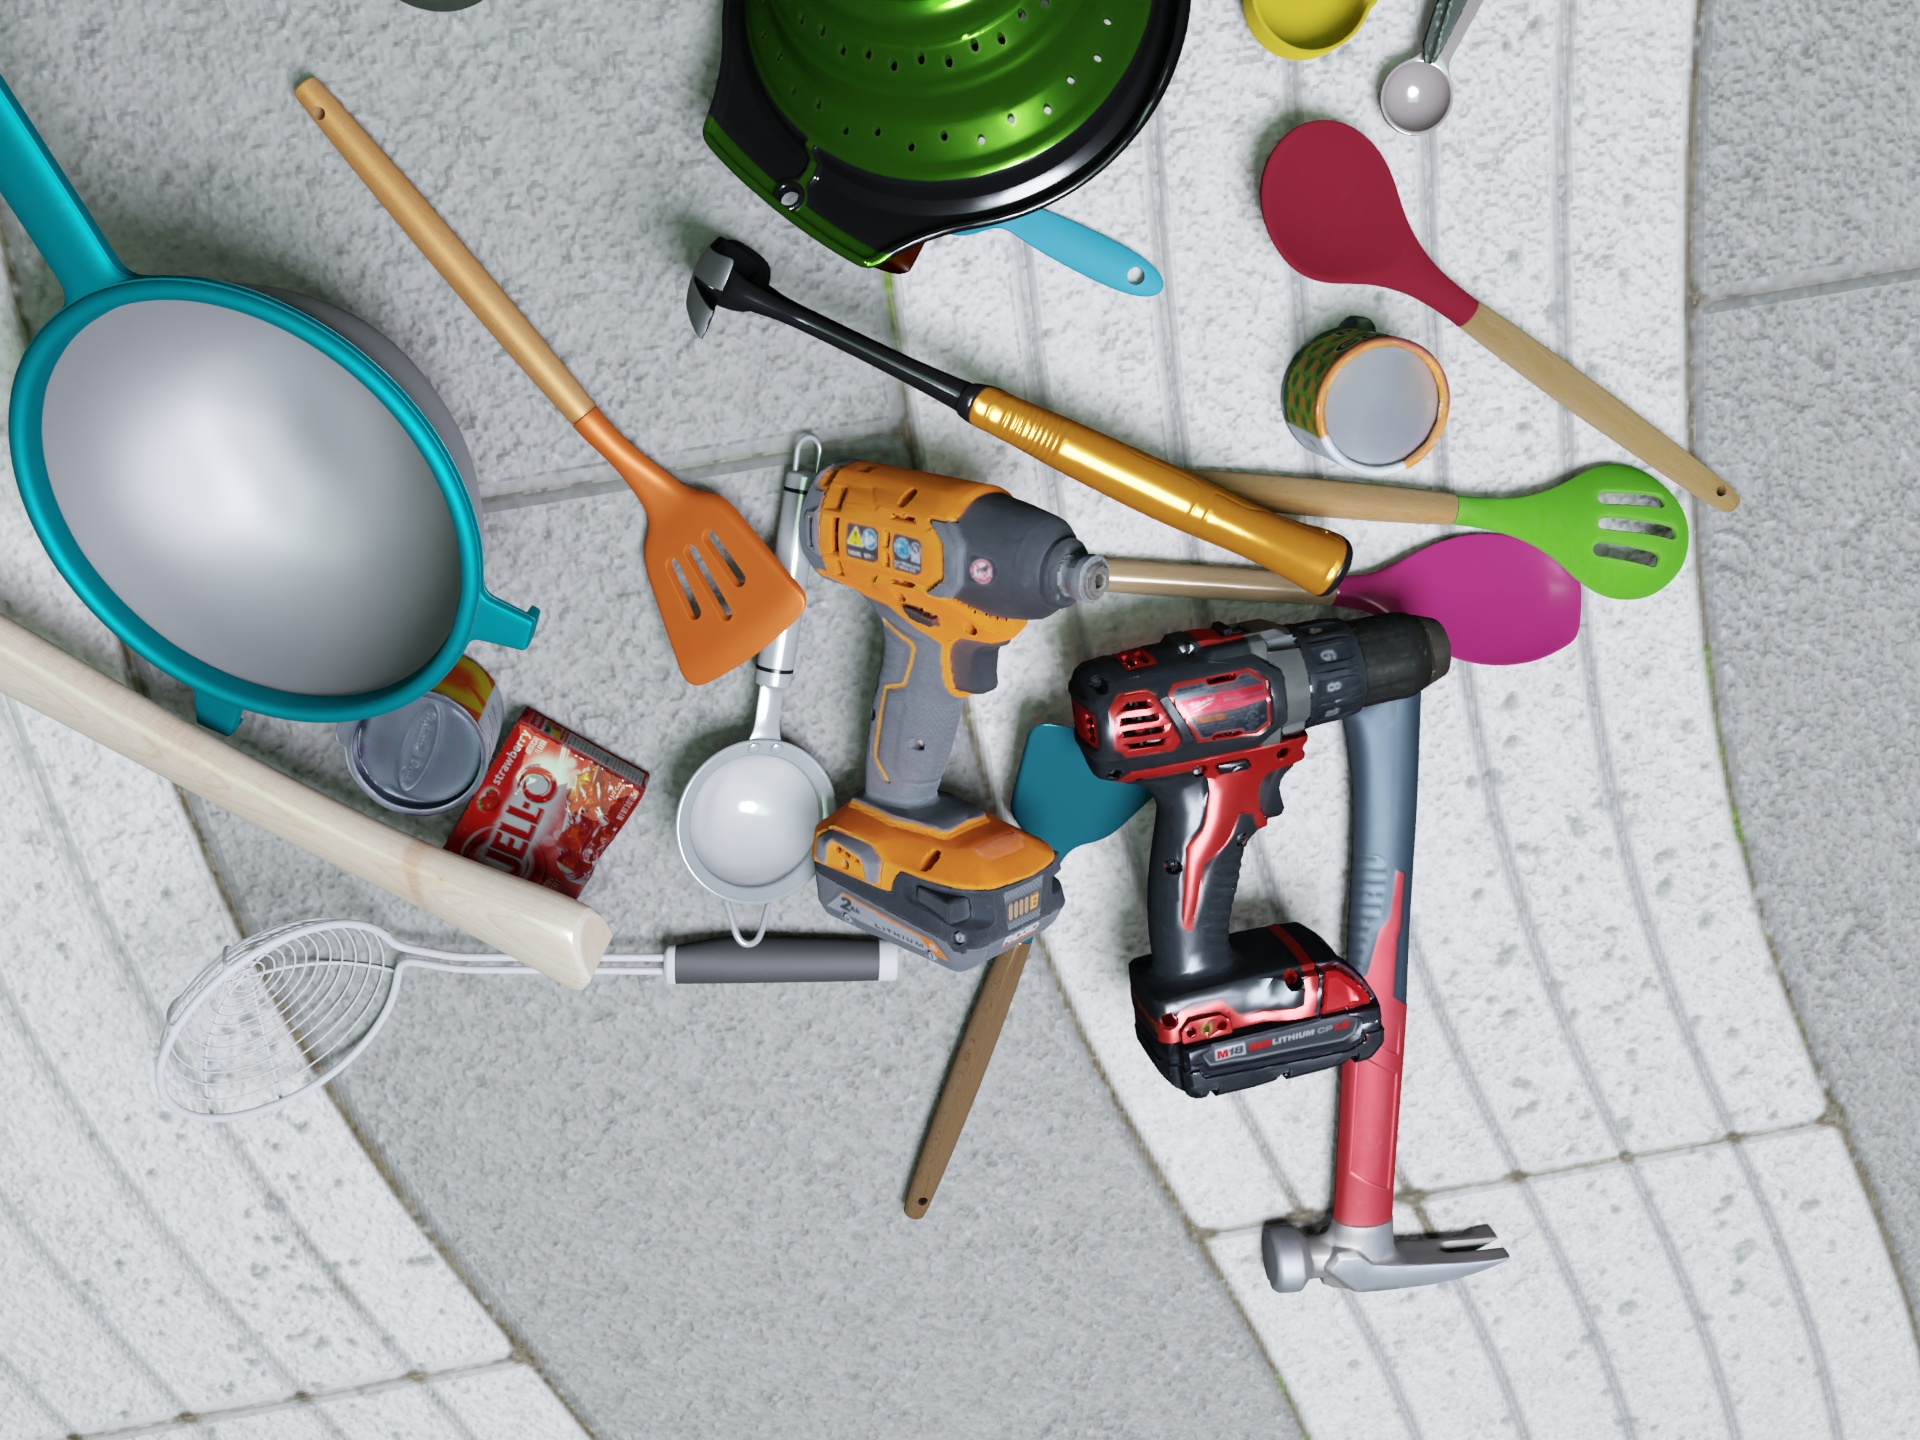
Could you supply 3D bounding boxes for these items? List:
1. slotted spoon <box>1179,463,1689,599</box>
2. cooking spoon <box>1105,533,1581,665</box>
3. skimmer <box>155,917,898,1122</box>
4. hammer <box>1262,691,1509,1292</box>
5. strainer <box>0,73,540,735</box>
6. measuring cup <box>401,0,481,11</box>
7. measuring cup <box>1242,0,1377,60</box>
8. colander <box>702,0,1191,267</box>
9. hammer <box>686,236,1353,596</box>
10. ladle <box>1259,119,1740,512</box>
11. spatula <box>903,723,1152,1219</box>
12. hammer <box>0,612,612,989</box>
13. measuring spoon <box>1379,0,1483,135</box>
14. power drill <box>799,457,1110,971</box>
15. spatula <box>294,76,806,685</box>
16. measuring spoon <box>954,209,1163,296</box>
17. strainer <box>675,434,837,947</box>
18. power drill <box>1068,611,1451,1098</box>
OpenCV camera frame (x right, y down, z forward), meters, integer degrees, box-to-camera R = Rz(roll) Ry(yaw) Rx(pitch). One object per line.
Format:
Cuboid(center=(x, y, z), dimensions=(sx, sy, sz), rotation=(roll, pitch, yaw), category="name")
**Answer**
Cuboid(center=(0.225, -0.107, 0.807), dimensions=(0.313, 0.031, 0.070), rotation=(5, 86, -4), category="slotted spoon")
Cuboid(center=(0.167, -0.069, 0.819), dimensions=(0.319, 0.017, 0.069), rotation=(3, 88, -6), category="cooking spoon")
Cuboid(center=(-0.212, 0.151, 0.821), dimensions=(0.363, 0.090, 0.127), rotation=(0, 136, -7), category="skimmer")
Cuboid(center=(0.247, 0.148, 0.889), dimensions=(0.143, 0.038, 0.386), rotation=(-4, 108, -5), category="hammer")
Cuboid(center=(-0.323, -0.161, 0.686), dimensions=(0.211, 0.095, 0.340), rotation=(-14, 119, 20), category="strainer")
Cuboid(center=(-0.244, -0.387, 0.666), dimensions=(0.083, 0.038, 0.167), rotation=(-19, 111, 1), category="measuring cup")
Cuboid(center=(0.162, -0.379, 0.719), dimensions=(0.062, 0.029, 0.156), rotation=(6, 96, -7), category="measuring cup")
Cuboid(center=(0.042, -0.375, 0.640), dimensions=(0.204, 0.094, 0.397), rotation=(40, 91, 11), category="colander")
Cuboid(center=(0.035, -0.134, 0.732), dimensions=(0.336, 0.127, 0.034), rotation=(23, 107, -13), category="hammer")
Cuboid(center=(0.272, -0.188, 0.786), dimensions=(0.315, 0.031, 0.069), rotation=(30, 95, -16), category="ladle")
Cuboid(center=(0.024, 0.145, 0.864), dimensions=(0.082, 0.044, 0.317), rotation=(14, 107, -15), category="spatula")
Cuboid(center=(-0.357, 0.024, 0.748), dimensions=(0.410, 0.038, 0.146), rotation=(31, 137, -12), category="hammer")
Cuboid(center=(0.231, -0.333, 0.744), dimensions=(0.034, 0.018, 0.124), rotation=(23, 98, -5), category="measuring spoon")
Cuboid(center=(-0.001, -0.002, 0.756), dimensions=(0.084, 0.164, 0.226), rotation=(-19, 117, -44), category="power drill")
Cuboid(center=(-0.196, -0.160, 0.745), dimensions=(0.081, 0.041, 0.322), rotation=(-33, 107, 23), category="spatula")
Cuboid(center=(0.040, -0.232, 0.752), dimensions=(0.128, 0.021, 0.042), rotation=(23, 105, -10), category="measuring spoon")
Cuboid(center=(-0.095, -0.015, 0.804), dimensions=(0.086, 0.050, 0.258), rotation=(5, 103, -27), category="strainer")
Cuboid(center=(0.159, 0.057, 0.793), dimensions=(0.188, 0.080, 0.226), rotation=(-12, 107, -8), category="power drill")
